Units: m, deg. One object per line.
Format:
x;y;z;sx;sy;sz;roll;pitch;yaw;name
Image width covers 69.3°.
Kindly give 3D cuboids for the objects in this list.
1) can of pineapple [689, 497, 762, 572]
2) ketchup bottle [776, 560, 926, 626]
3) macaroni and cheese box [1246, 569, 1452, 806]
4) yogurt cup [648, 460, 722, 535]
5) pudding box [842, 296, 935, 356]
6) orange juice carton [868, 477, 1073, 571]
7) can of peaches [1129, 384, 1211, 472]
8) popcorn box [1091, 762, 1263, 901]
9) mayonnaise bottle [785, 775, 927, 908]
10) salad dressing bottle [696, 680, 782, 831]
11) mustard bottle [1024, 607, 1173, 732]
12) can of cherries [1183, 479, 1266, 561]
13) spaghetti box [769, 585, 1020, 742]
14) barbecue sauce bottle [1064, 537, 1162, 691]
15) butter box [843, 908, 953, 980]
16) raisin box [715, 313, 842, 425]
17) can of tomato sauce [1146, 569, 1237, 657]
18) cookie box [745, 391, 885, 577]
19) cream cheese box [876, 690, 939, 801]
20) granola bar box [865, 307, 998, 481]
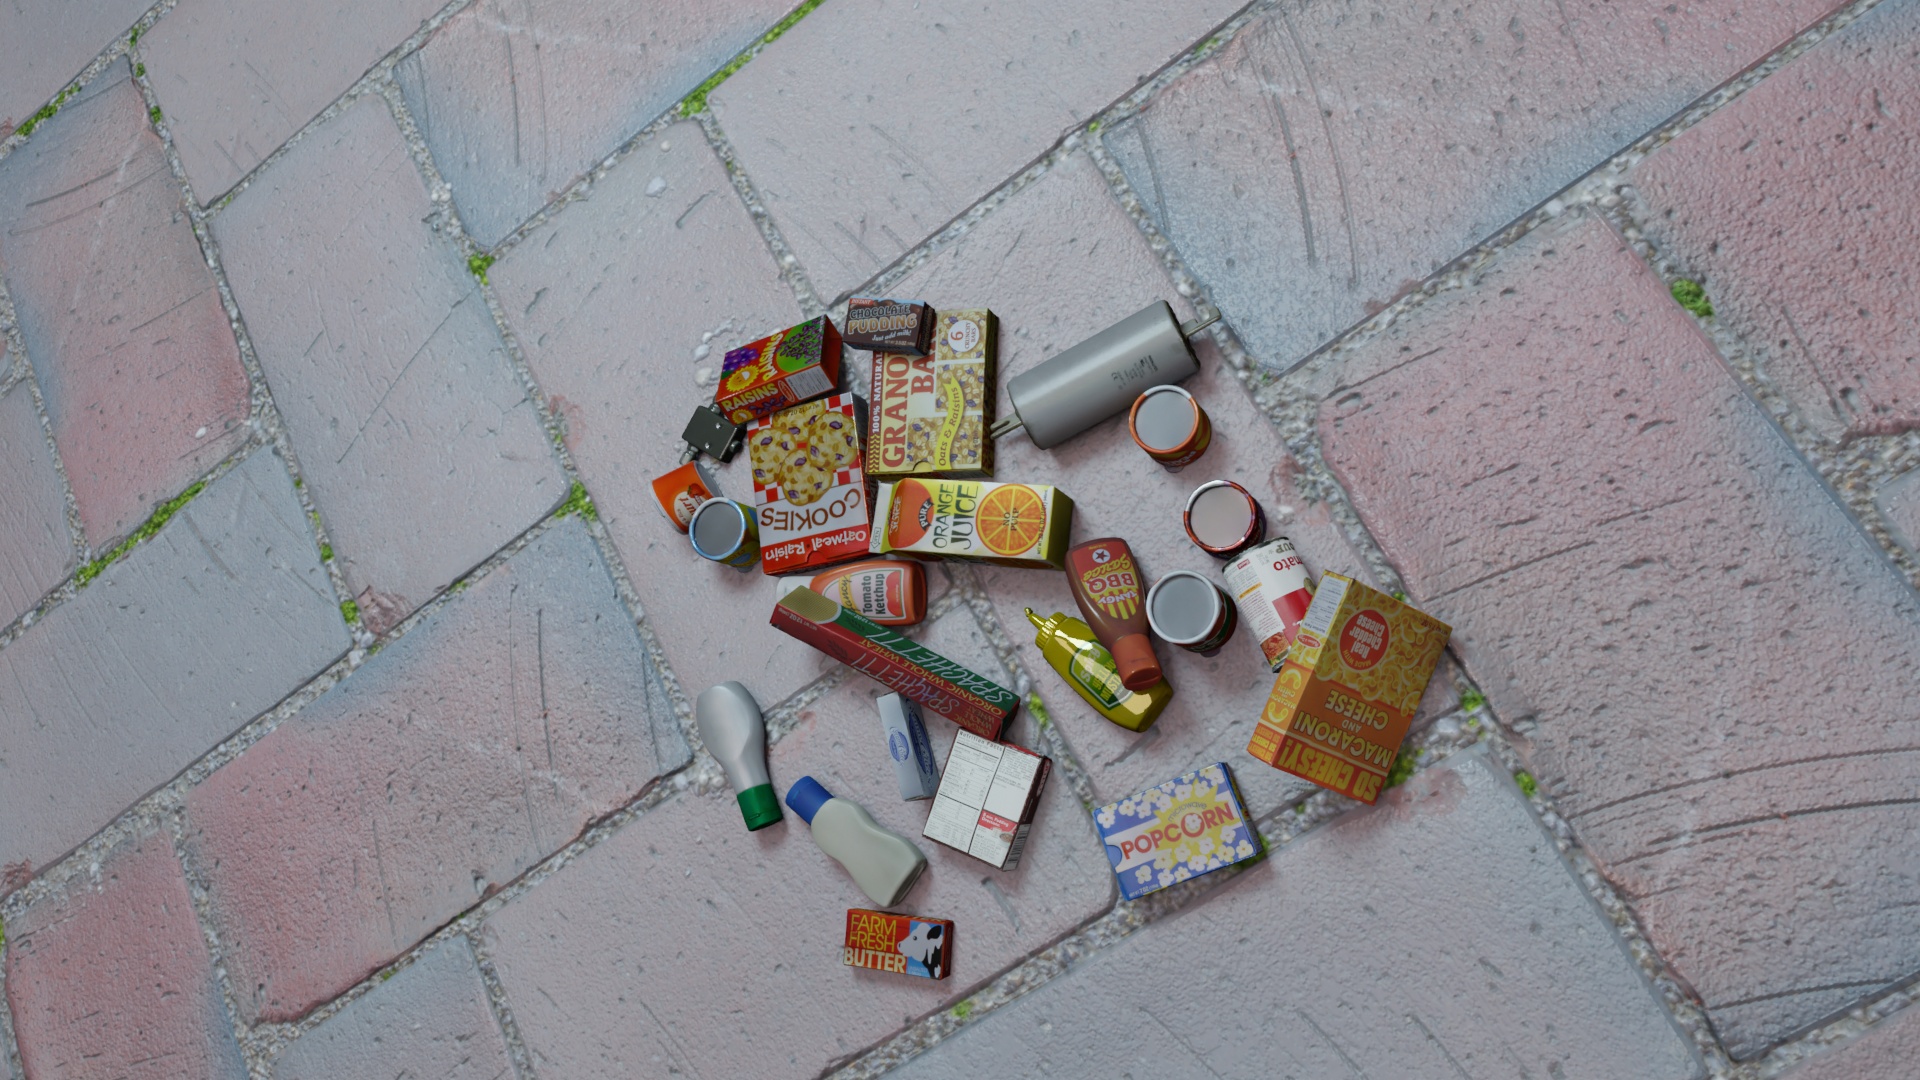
-0.236;-0.006;1.426;0.071;0.058;0.071;-3;80;20;can of pineapple
-0.109;0.053;1.375;0.149;0.043;0.064;-2;90;21;ketchup bottle
0.326;0.124;1.161;0.166;0.124;0.040;-66;26;0;macaroni and cheese box
-0.284;-0.047;1.450;0.054;0.072;0.072;-33;71;4;yogurt cup
-0.071;-0.213;1.373;0.084;0.030;0.049;8;83;23;pudding box
0.005;-0.017;1.328;0.193;0.073;0.072;4;81;21;orange juice carton
0.194;-0.103;1.281;0.071;0.058;0.071;-4;79;20;can of peaches
0.192;0.257;1.229;0.126;0.038;0.085;-25;74;15;popcorn box
-0.105;0.284;1.335;0.148;0.041;0.064;36;93;23;mayonnaise bottle
-0.219;0.216;1.389;0.064;0.044;0.148;-26;74;13;salad dressing bottle
0.117;0.110;1.277;0.160;0.049;0.065;36;91;22;mustard bottle
0.240;-0.016;1.248;0.071;0.058;0.071;-4;79;20;can of cherries
-0.062;0.115;1.320;0.250;0.050;0.028;26;119;13;spaghetti box
0.141;0.066;1.248;0.065;0.043;0.149;-12;50;-6;barbecue sauce bottle
-0.060;0.379;1.309;0.103;0.024;0.053;2;82;21;butter box
-0.186;-0.175;1.429;0.123;0.040;0.086;-18;43;17;raisin box
0.206;0.065;1.233;0.071;0.083;0.071;-4;79;20;can of tomato sauce
-0.148;-0.055;1.411;0.123;0.040;0.167;-12;77;18;cookie box
-0.048;0.196;1.322;0.024;0.053;0.104;-20;74;15;cream cheese box
-0.028;-0.145;1.382;0.124;0.039;0.165;-1;80;21;granola bar box
